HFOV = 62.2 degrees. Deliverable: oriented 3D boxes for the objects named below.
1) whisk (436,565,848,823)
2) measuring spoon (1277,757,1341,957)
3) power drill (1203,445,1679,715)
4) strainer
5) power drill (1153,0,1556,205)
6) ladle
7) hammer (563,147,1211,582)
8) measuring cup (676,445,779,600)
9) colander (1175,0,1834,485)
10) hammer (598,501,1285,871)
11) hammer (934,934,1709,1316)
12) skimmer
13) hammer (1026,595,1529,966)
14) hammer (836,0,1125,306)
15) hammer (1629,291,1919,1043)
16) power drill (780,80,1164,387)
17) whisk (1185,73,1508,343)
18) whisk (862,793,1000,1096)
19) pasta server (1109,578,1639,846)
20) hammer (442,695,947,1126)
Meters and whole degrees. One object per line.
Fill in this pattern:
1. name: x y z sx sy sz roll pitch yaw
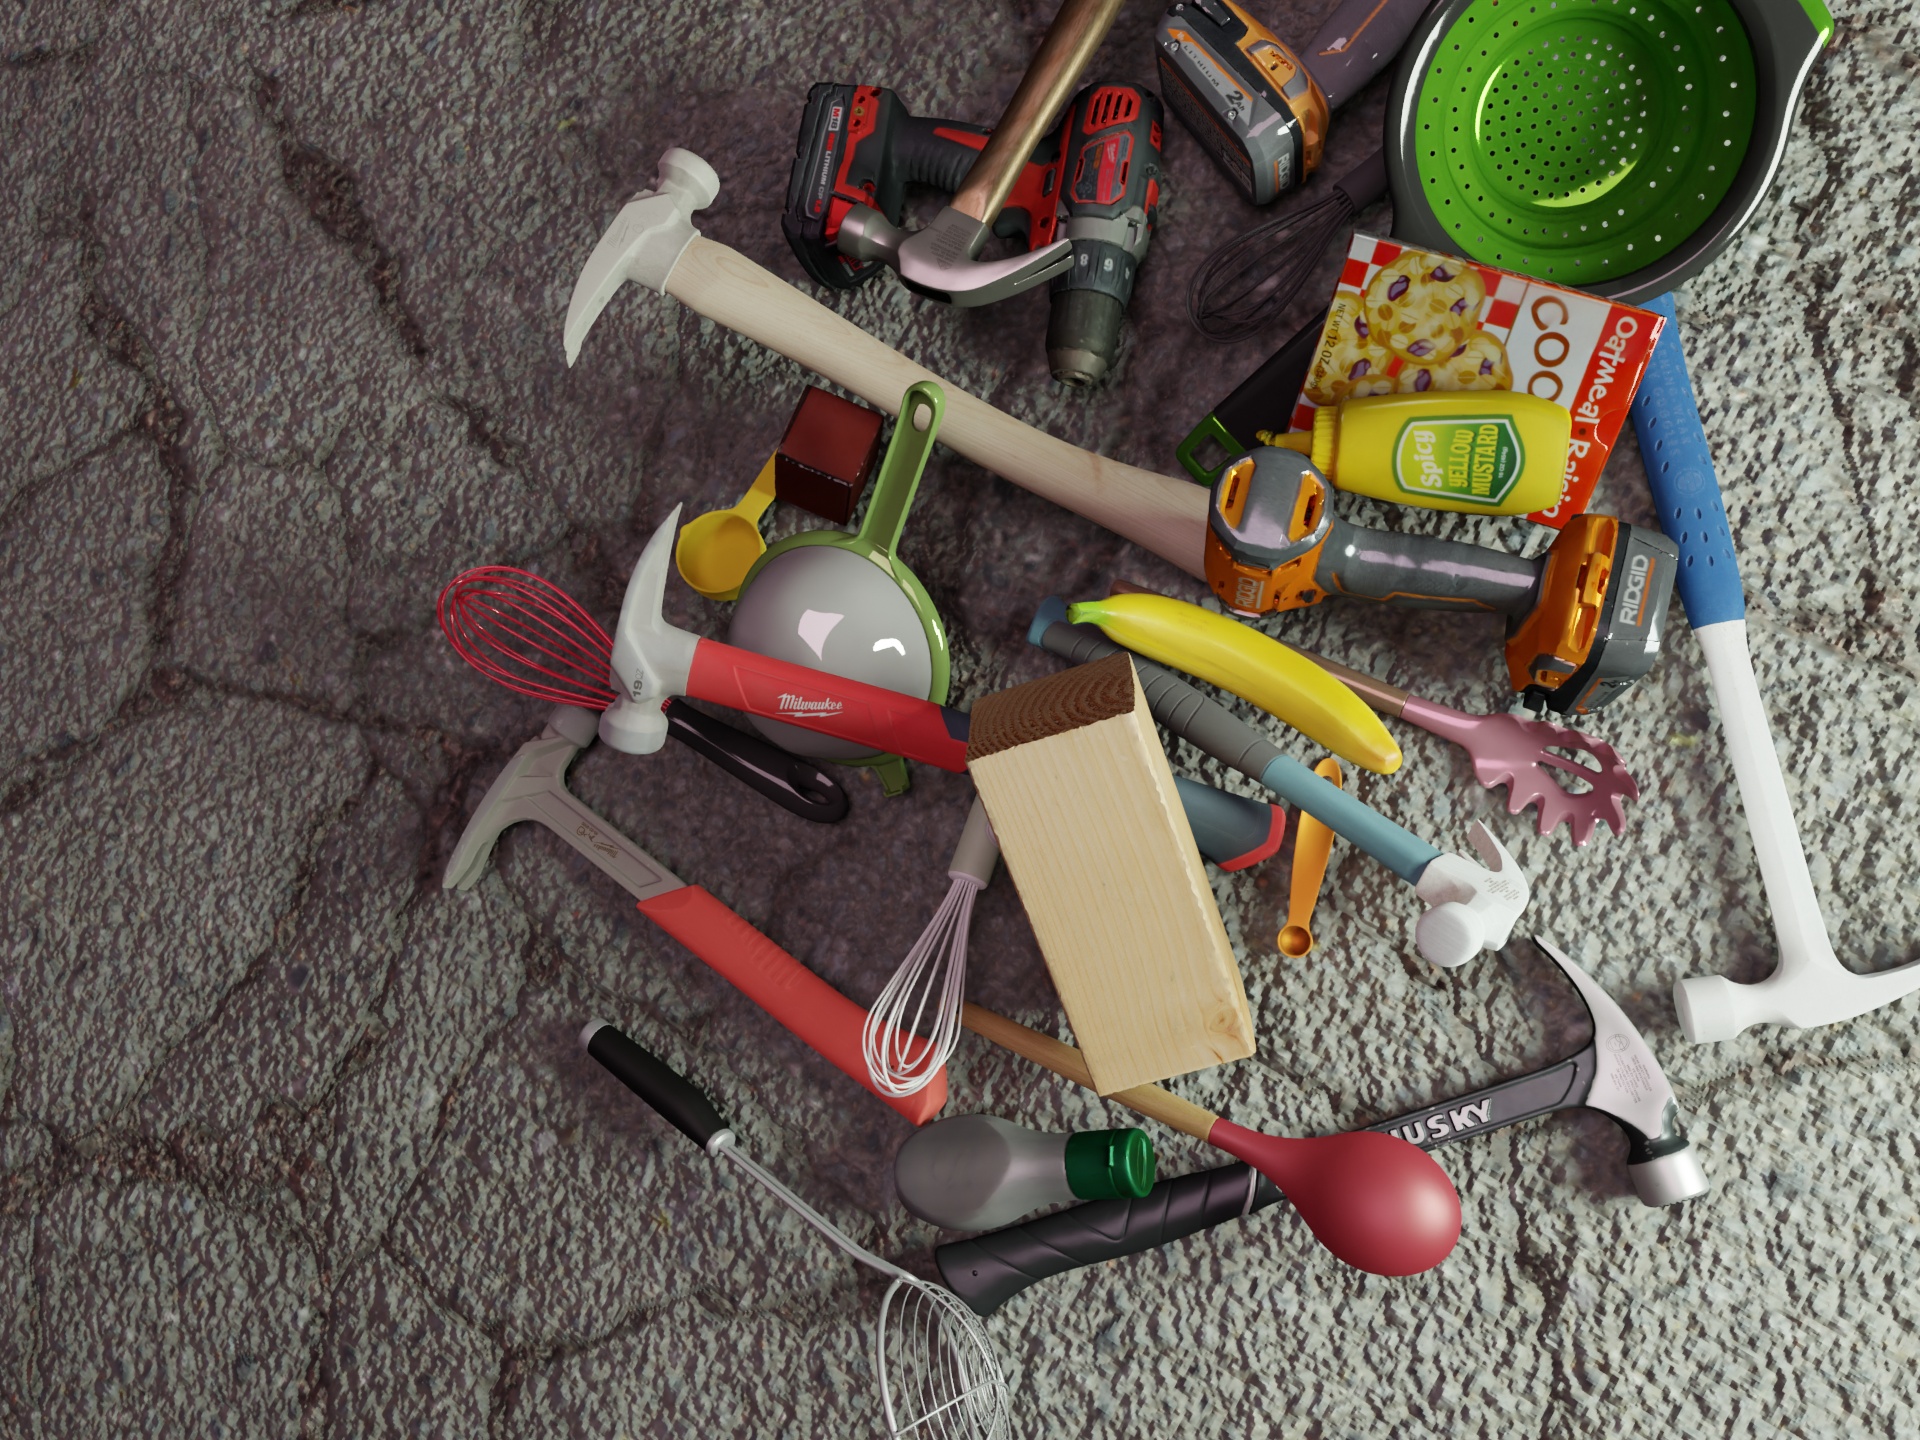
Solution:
1. whisk: -0.200 -0.012 0.999 0.296 0.073 0.073 29 89 6
2. measuring spoon: 0.200 0.078 0.908 0.021 0.011 0.117 10 80 17
3. power drill: 0.242 -0.071 0.851 0.226 0.164 0.084 15 79 10
4. strainer: -0.069 -0.075 0.917 0.151 0.069 0.256 32 123 15
5. power drill: 0.226 -0.442 0.955 0.226 0.084 0.185 -34 73 3
6. ladle: 0.117 0.212 0.870 0.316 0.031 0.069 19 77 31
7. hammer: -0.029 -0.183 0.937 0.410 0.038 0.146 28 75 1
8. measuring cup: -0.125 -0.144 1.037 0.062 0.029 0.156 32 78 16
9. colander: 0.281 -0.282 0.909 0.204 0.094 0.397 46 115 -6
10. hammer: -0.001 -0.003 0.887 0.386 0.038 0.143 16 113 -3
11. hammer: 0.176 0.244 0.872 0.409 0.036 0.149 -21 74 12
12. skimmer: -0.113 0.304 0.916 0.363 0.127 0.090 31 84 28
13. hammer: 0.162 0.020 0.877 0.331 0.128 0.033 36 117 30
14. hammer: 0.063 -0.394 0.949 0.130 0.031 0.331 29 86 13
15. hammer: 0.415 -0.041 0.852 0.144 0.035 0.406 -12 77 14
16. power drill: 0.008 -0.308 0.997 0.227 0.080 0.188 8 83 14
17. whisk: 0.233 -0.309 0.948 0.239 0.055 0.055 -38 73 2
18. whisk: 0.002 0.100 0.924 0.059 0.057 0.246 4 66 43
19. pasta server: 0.224 -0.017 0.901 0.316 0.040 0.060 25 116 20
20. hammer: -0.160 0.138 0.986 0.359 0.036 0.149 34 91 19
